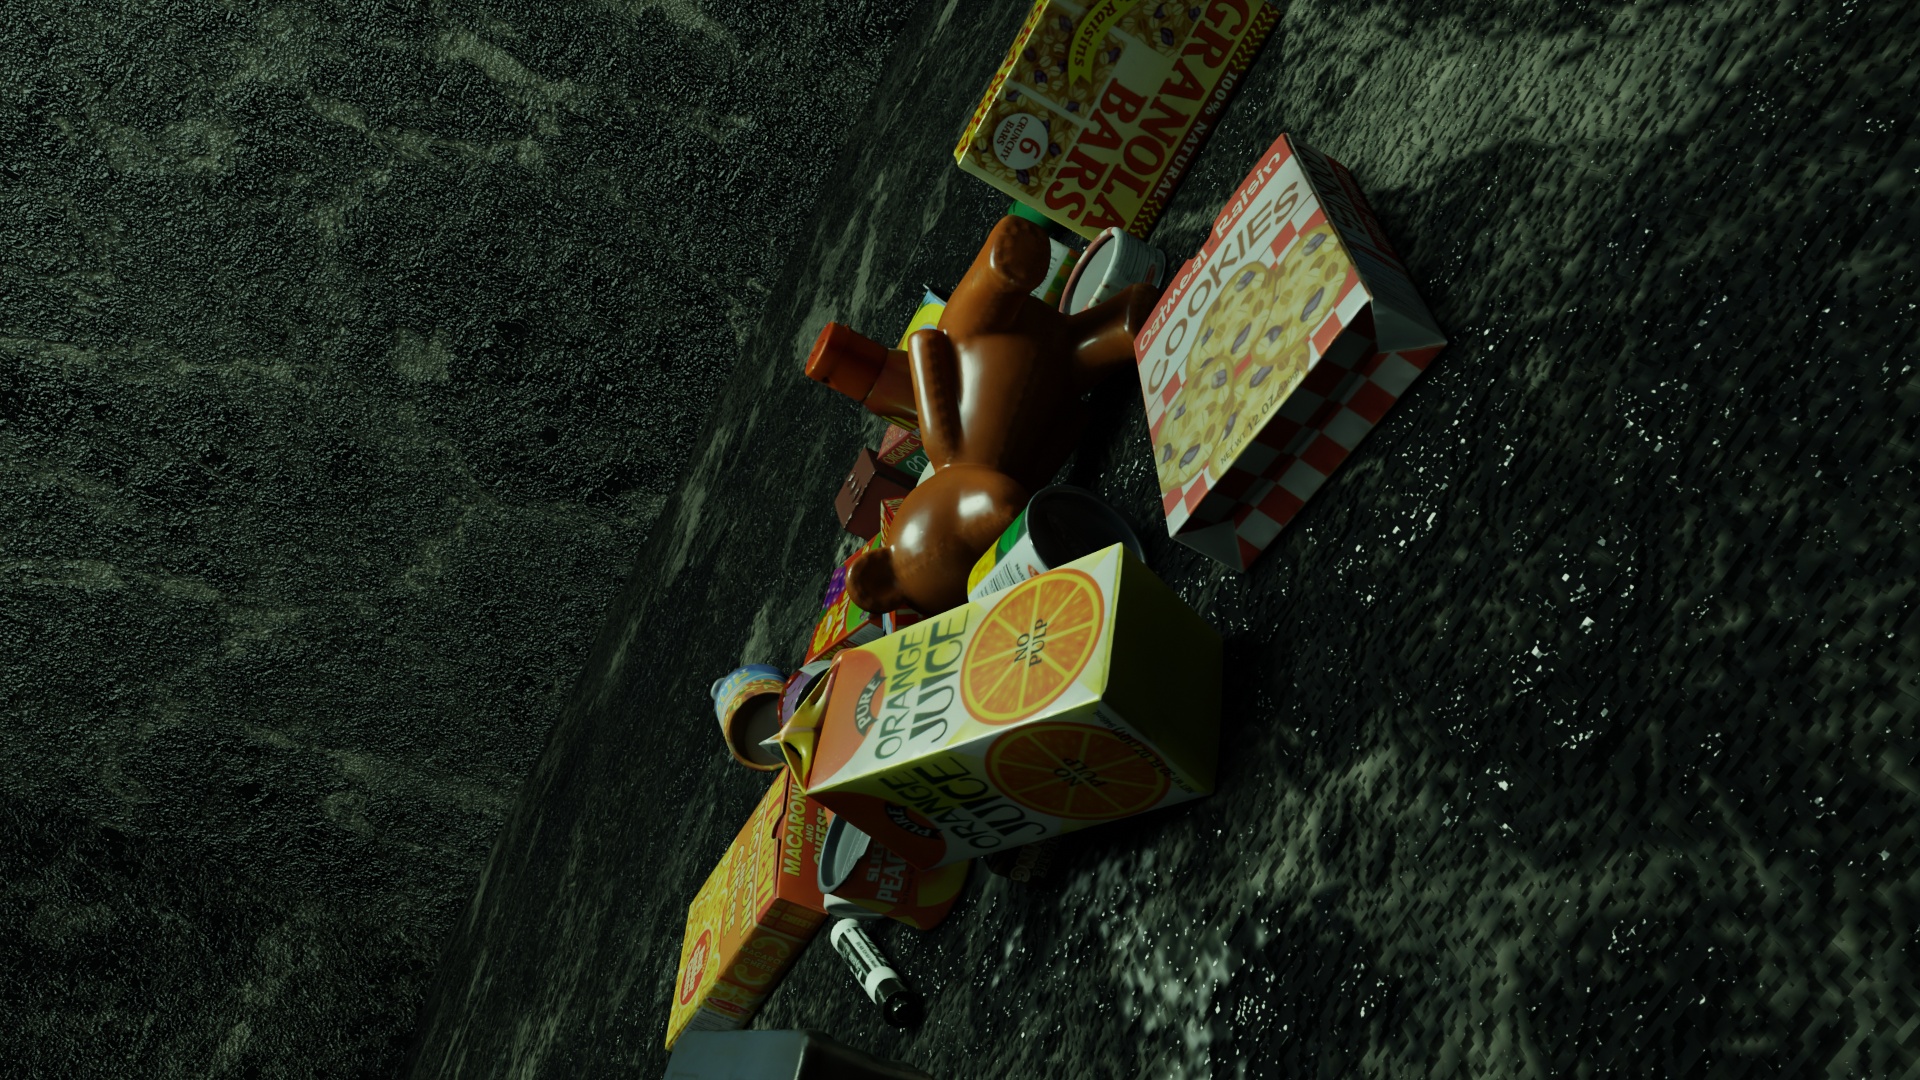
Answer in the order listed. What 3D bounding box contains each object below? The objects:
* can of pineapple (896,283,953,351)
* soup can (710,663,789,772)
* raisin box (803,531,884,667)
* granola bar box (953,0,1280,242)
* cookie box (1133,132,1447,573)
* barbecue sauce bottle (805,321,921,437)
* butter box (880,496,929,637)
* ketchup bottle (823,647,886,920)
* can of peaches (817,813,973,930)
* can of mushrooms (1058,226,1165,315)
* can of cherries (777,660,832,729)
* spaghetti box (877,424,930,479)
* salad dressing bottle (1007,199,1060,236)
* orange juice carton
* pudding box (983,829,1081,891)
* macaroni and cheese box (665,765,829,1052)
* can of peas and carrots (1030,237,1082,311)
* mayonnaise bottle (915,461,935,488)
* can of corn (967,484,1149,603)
[{"bbox_3d":[-0.009,-0.151,1.047,0.057,0.071,0.071,-60,17,17],"label":"can of pineapple"},{"bbox_3d":[-0.156,0.136,1.078,0.071,0.071,0.084,-65,17,0],"label":"soup can"},{"bbox_3d":[-0.062,0.044,0.980,0.123,0.040,0.086,-36,33,56],"label":"raisin box"},{"bbox_3d":[0.089,-0.268,0.817,0.165,0.124,0.039,-59,17,19],"label":"granola bar box"},{"bbox_3d":[0.128,-0.085,0.586,0.122,0.040,0.168,-55,19,31],"label":"cookie box"},{"bbox_3d":[-0.020,-0.085,0.847,0.044,0.148,0.065,-68,17,-10],"label":"barbecue sauce bottle"},{"bbox_3d":[-0.035,0.028,0.869,0.053,0.024,0.103,-122,30,-69],"label":"butter box"},{"bbox_3d":[-0.050,0.135,0.782,0.043,0.065,0.149,97,178,-60],"label":"ketchup bottle"},{"bbox_3d":[-0.031,0.155,0.695,0.071,0.058,0.071,-54,19,30],"label":"can of peaches"},{"bbox_3d":[0.086,-0.146,0.811,0.070,0.033,0.071,-54,20,31],"label":"can of mushrooms"},{"bbox_3d":[-0.081,0.114,0.893,0.071,0.071,0.058,-68,17,-9],"label":"can of cherries"},{"bbox_3d":[0.009,-0.088,0.935,0.249,0.050,0.029,-29,38,63],"label":"spaghetti box"},{"bbox_3d":[0.082,-0.259,0.969,0.147,0.044,0.064,-38,32,57],"label":"salad dressing bottle"},{"bbox_3d":[0.006,0.077,0.566,0.192,0.071,0.073,-24,39,35],"label":"orange juice carton"},{"bbox_3d":[0.028,0.114,0.624,0.049,0.030,0.084,-63,17,9],"label":"pudding box"},{"bbox_3d":[-0.138,0.245,0.921,0.165,0.040,0.124,-56,20,28],"label":"macaroni and cheese box"},{"bbox_3d":[0.053,-0.160,0.884,0.058,0.071,0.071,-62,17,10],"label":"can of peas and carrots"},{"bbox_3d":[0.003,-0.011,0.860,0.148,0.041,0.064,-129,57,-70],"label":"mayonnaise bottle"},{"bbox_3d":[0.046,0.017,0.649,0.058,0.071,0.071,-50,22,42],"label":"can of corn"}]
